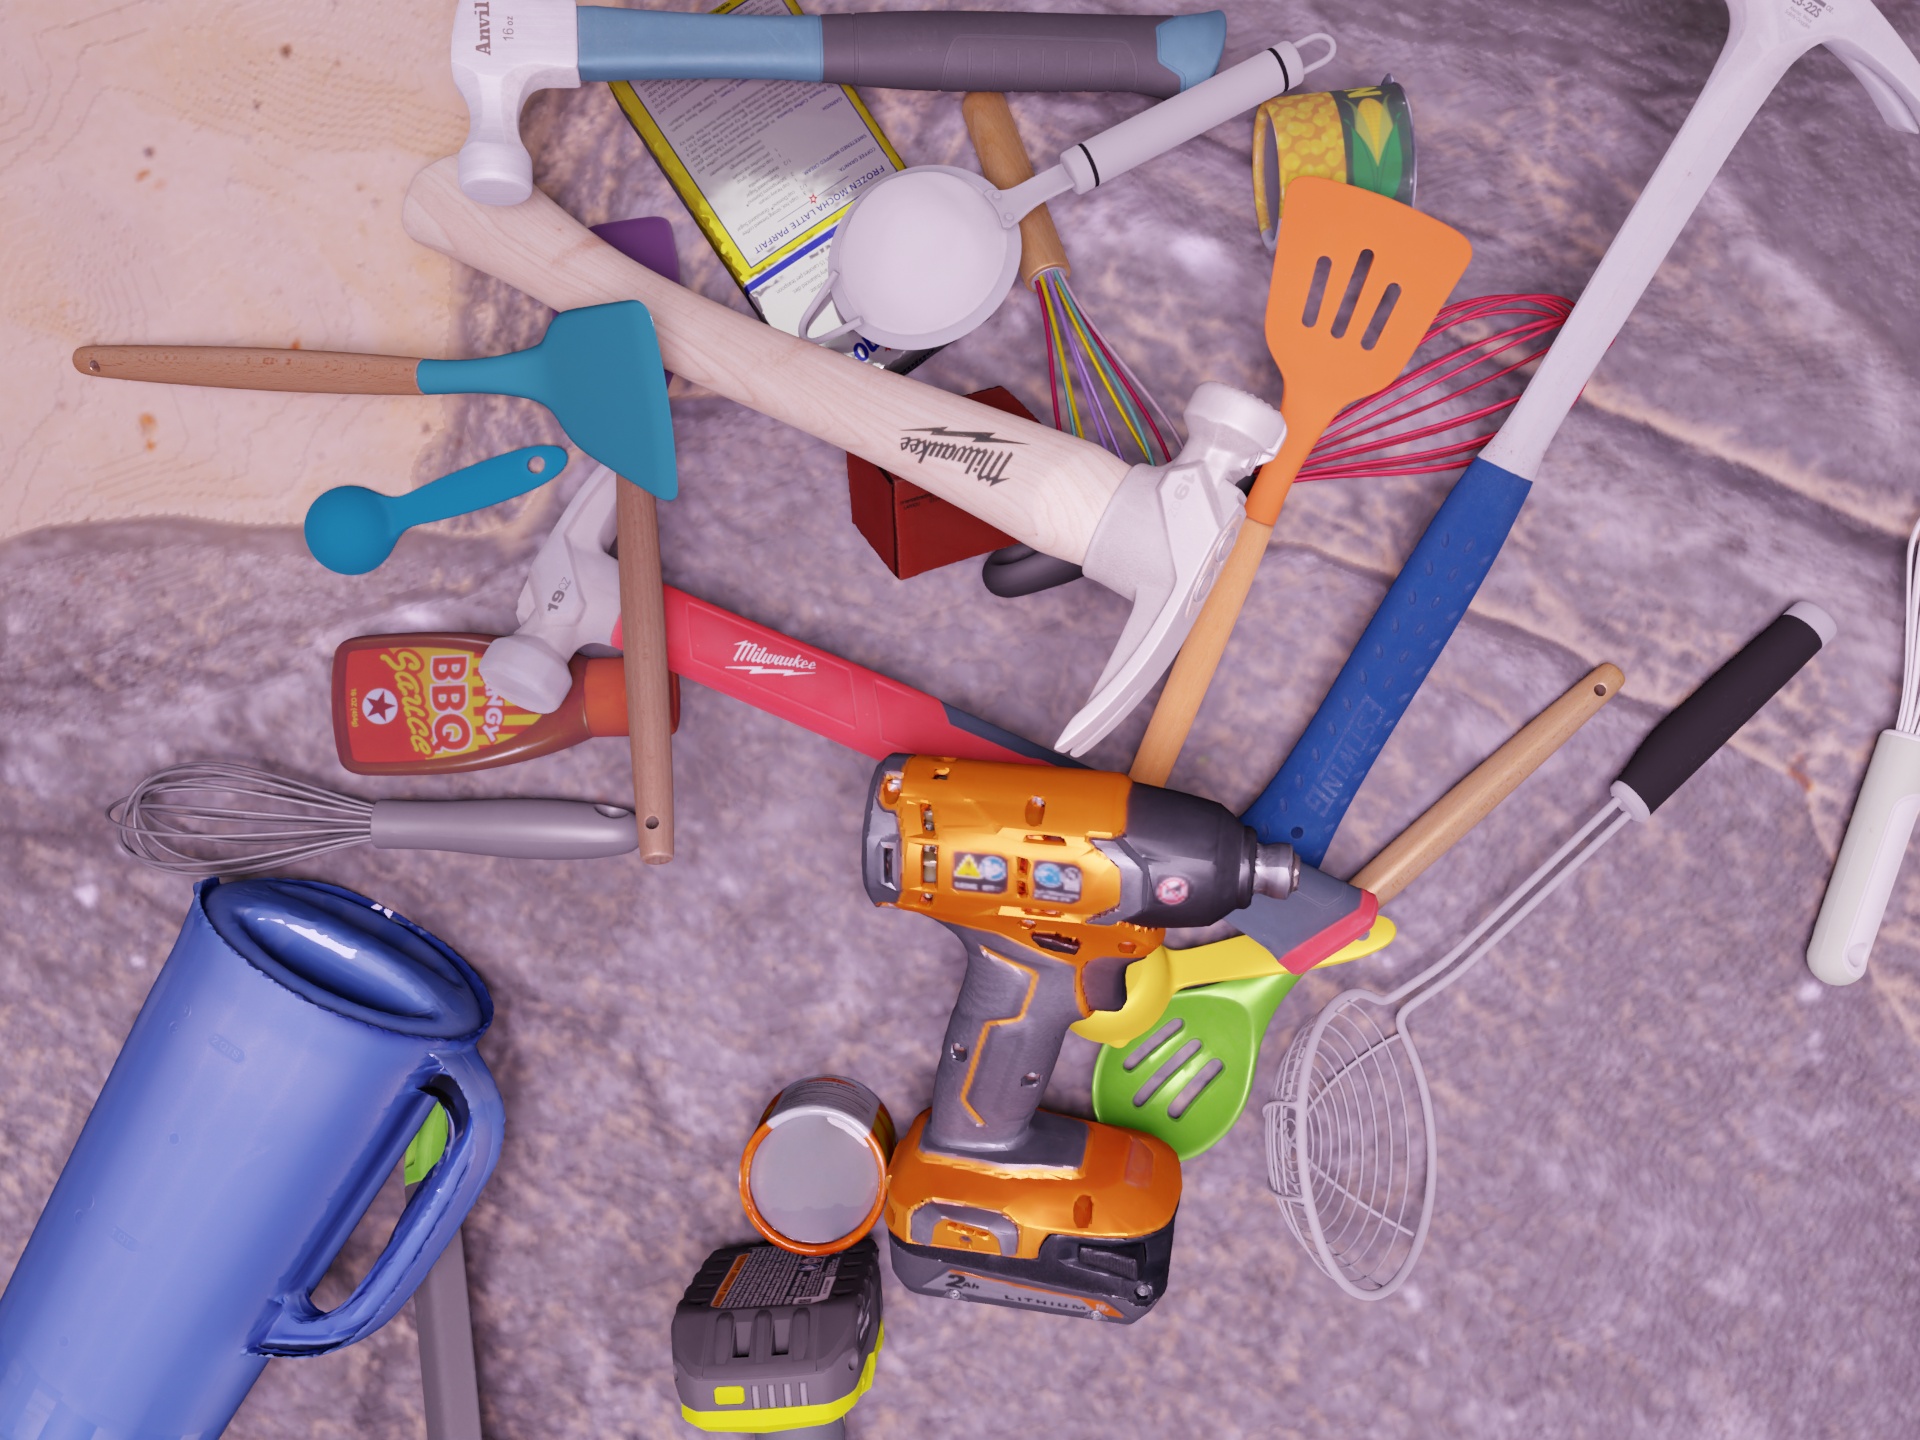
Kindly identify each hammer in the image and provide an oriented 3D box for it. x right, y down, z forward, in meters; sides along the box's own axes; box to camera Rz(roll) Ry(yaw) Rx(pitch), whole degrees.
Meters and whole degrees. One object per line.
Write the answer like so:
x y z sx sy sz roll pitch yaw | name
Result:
-0.081 -0.135 0.654 0.411 0.038 0.146 28 92 21 | hammer
0.236 -0.111 0.656 0.144 0.035 0.405 23 109 -12 | hammer
-0.046 -0.286 0.682 0.331 0.033 0.128 -3 86 -9 | hammer
-0.001 -0.002 0.687 0.386 0.038 0.143 23 68 4 | hammer

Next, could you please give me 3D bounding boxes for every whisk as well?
0.427 0.001 0.708 0.057 0.059 0.246 14 95 -26 | whisk
-0.263 0.047 0.722 0.239 0.055 0.055 2 90 -2 | whisk
0.147 -0.117 0.709 0.296 0.073 0.073 -22 90 6 | whisk
0.047 -0.174 0.698 0.047 0.051 0.245 -12 72 -21 | whisk

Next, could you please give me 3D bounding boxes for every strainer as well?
0.042 -0.231 0.671 0.258 0.050 0.087 -27 73 -1 | strainer

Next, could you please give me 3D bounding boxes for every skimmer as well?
0.268 0.090 0.688 0.363 0.090 0.127 -43 123 -2 | skimmer

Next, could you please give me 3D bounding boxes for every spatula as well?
-0.261 -0.149 0.690 0.317 0.044 0.082 6 120 16 | spatula
0.119 -0.066 0.685 0.081 0.041 0.322 21 109 0 | spatula
-0.140 -0.089 0.679 0.060 0.018 0.316 -9 67 1 | spatula

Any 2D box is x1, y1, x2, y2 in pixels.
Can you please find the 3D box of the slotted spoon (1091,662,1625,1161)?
0.183 0.083 0.722 0.314 0.031 0.070 -42 89 -1 | slotted spoon

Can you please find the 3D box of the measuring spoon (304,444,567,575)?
-0.243 -0.103 0.732 0.128 0.021 0.042 -19 90 2 | measuring spoon

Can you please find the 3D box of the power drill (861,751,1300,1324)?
0.045 0.125 0.636 0.164 0.084 0.226 4 112 11 | power drill

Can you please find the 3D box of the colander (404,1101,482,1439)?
-0.178 0.361 0.694 0.094 0.204 0.397 -1 71 -32 | colander

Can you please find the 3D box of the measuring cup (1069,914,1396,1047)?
0.111 0.102 0.698 0.156 0.029 0.062 -13 61 14 | measuring cup

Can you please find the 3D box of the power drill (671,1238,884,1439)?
-0.068 0.344 0.656 0.080 0.171 0.223 -4 87 1 | power drill
